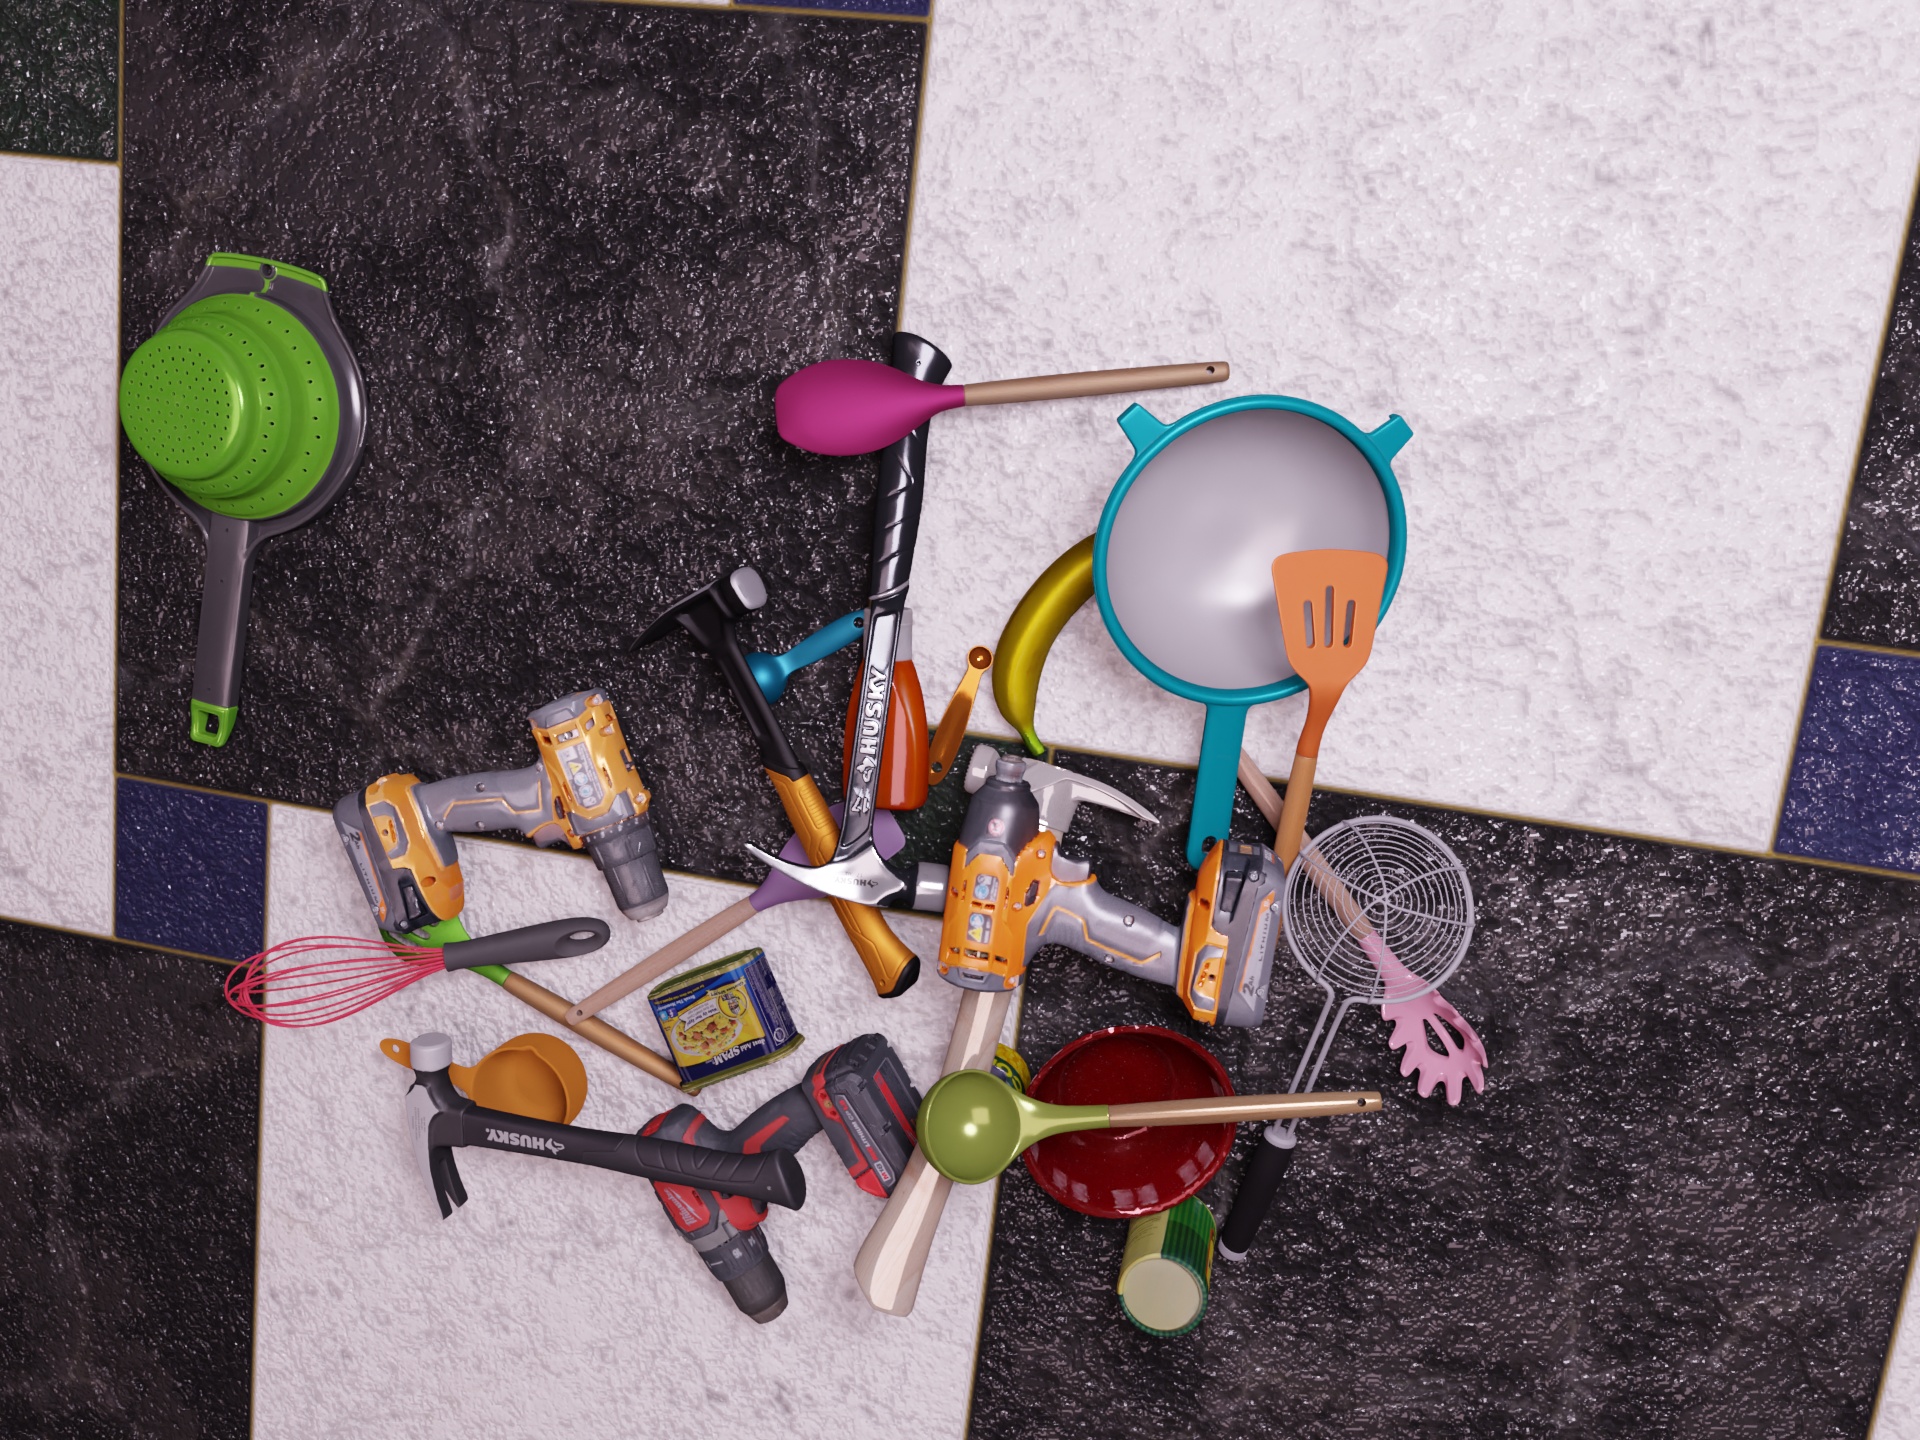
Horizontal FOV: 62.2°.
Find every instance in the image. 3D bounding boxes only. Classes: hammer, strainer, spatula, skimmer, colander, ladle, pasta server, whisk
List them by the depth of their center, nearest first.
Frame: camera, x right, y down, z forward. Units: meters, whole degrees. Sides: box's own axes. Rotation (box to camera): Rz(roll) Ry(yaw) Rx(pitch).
[{"bbox_3d":[0.231,0.038,1.093,0.081,0.041,0.322,-2,121,-12],"label":"spatula"},{"bbox_3d":[0.129,0.272,1.095,0.320,0.062,0.078,-5,81,5],"label":"ladle"},{"bbox_3d":[0.181,-0.064,1.102,0.211,0.095,0.340,1,114,-8],"label":"strainer"},{"bbox_3d":[-0.059,-0.073,1.136,0.149,0.036,0.409,7,89,-4],"label":"hammer"},{"bbox_3d":[0.273,0.134,1.141,0.060,0.040,0.316,-36,90,27],"label":"pasta server"},{"bbox_3d":[0.256,0.239,1.145,0.127,0.090,0.363,22,121,14],"label":"skimmer"},{"bbox_3d":[0.020,0.233,1.159,0.146,0.038,0.411,17,87,8],"label":"hammer"},{"bbox_3d":[-0.127,0.058,1.193,0.127,0.034,0.337,-25,95,37],"label":"hammer"},{"bbox_3d":[-0.278,0.337,1.232,0.335,0.035,0.146,5,103,16],"label":"hammer"},{"bbox_3d":[-0.184,0.155,1.247,0.316,0.018,0.060,-33,87,11],"label":"spatula"},{"bbox_3d":[-0.591,-0.165,1.247,0.204,0.094,0.397,14,102,10],"label":"colander"},{"bbox_3d":[-0.426,0.191,1.258,0.296,0.073,0.073,-9,98,-8],"label":"whisk"}]

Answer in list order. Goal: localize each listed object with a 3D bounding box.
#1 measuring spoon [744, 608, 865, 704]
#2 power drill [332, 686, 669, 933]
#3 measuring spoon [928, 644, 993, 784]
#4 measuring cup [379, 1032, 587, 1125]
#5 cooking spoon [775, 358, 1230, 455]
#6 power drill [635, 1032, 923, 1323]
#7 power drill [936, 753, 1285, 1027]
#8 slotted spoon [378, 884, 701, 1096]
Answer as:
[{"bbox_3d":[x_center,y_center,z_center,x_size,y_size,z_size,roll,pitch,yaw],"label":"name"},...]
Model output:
[{"bbox_3d":[-0.119,-0.050,1.202,0.128,0.021,0.042,-28,93,16],"label":"measuring spoon"},{"bbox_3d":[-0.348,0.095,1.243,0.226,0.084,0.185,-21,95,5],"label":"power drill"},{"bbox_3d":[-0.002,-0.004,1.193,0.021,0.011,0.117,24,107,6],"label":"measuring spoon"},{"bbox_3d":[-0.388,0.286,1.304,0.173,0.052,0.095,18,103,11],"label":"measuring cup"},{"bbox_3d":[0.028,-0.230,1.112,0.319,0.017,0.069,-5,88,2],"label":"cooking spoon"},{"bbox_3d":[-0.128,0.363,1.250,0.226,0.080,0.188,-27,95,18],"label":"power drill"},{"bbox_3d":[0.103,0.117,1.091,0.226,0.084,0.164,9,99,9],"label":"power drill"},{"bbox_3d":[-0.346,0.222,1.297,0.314,0.031,0.070,29,97,4],"label":"slotted spoon"}]
